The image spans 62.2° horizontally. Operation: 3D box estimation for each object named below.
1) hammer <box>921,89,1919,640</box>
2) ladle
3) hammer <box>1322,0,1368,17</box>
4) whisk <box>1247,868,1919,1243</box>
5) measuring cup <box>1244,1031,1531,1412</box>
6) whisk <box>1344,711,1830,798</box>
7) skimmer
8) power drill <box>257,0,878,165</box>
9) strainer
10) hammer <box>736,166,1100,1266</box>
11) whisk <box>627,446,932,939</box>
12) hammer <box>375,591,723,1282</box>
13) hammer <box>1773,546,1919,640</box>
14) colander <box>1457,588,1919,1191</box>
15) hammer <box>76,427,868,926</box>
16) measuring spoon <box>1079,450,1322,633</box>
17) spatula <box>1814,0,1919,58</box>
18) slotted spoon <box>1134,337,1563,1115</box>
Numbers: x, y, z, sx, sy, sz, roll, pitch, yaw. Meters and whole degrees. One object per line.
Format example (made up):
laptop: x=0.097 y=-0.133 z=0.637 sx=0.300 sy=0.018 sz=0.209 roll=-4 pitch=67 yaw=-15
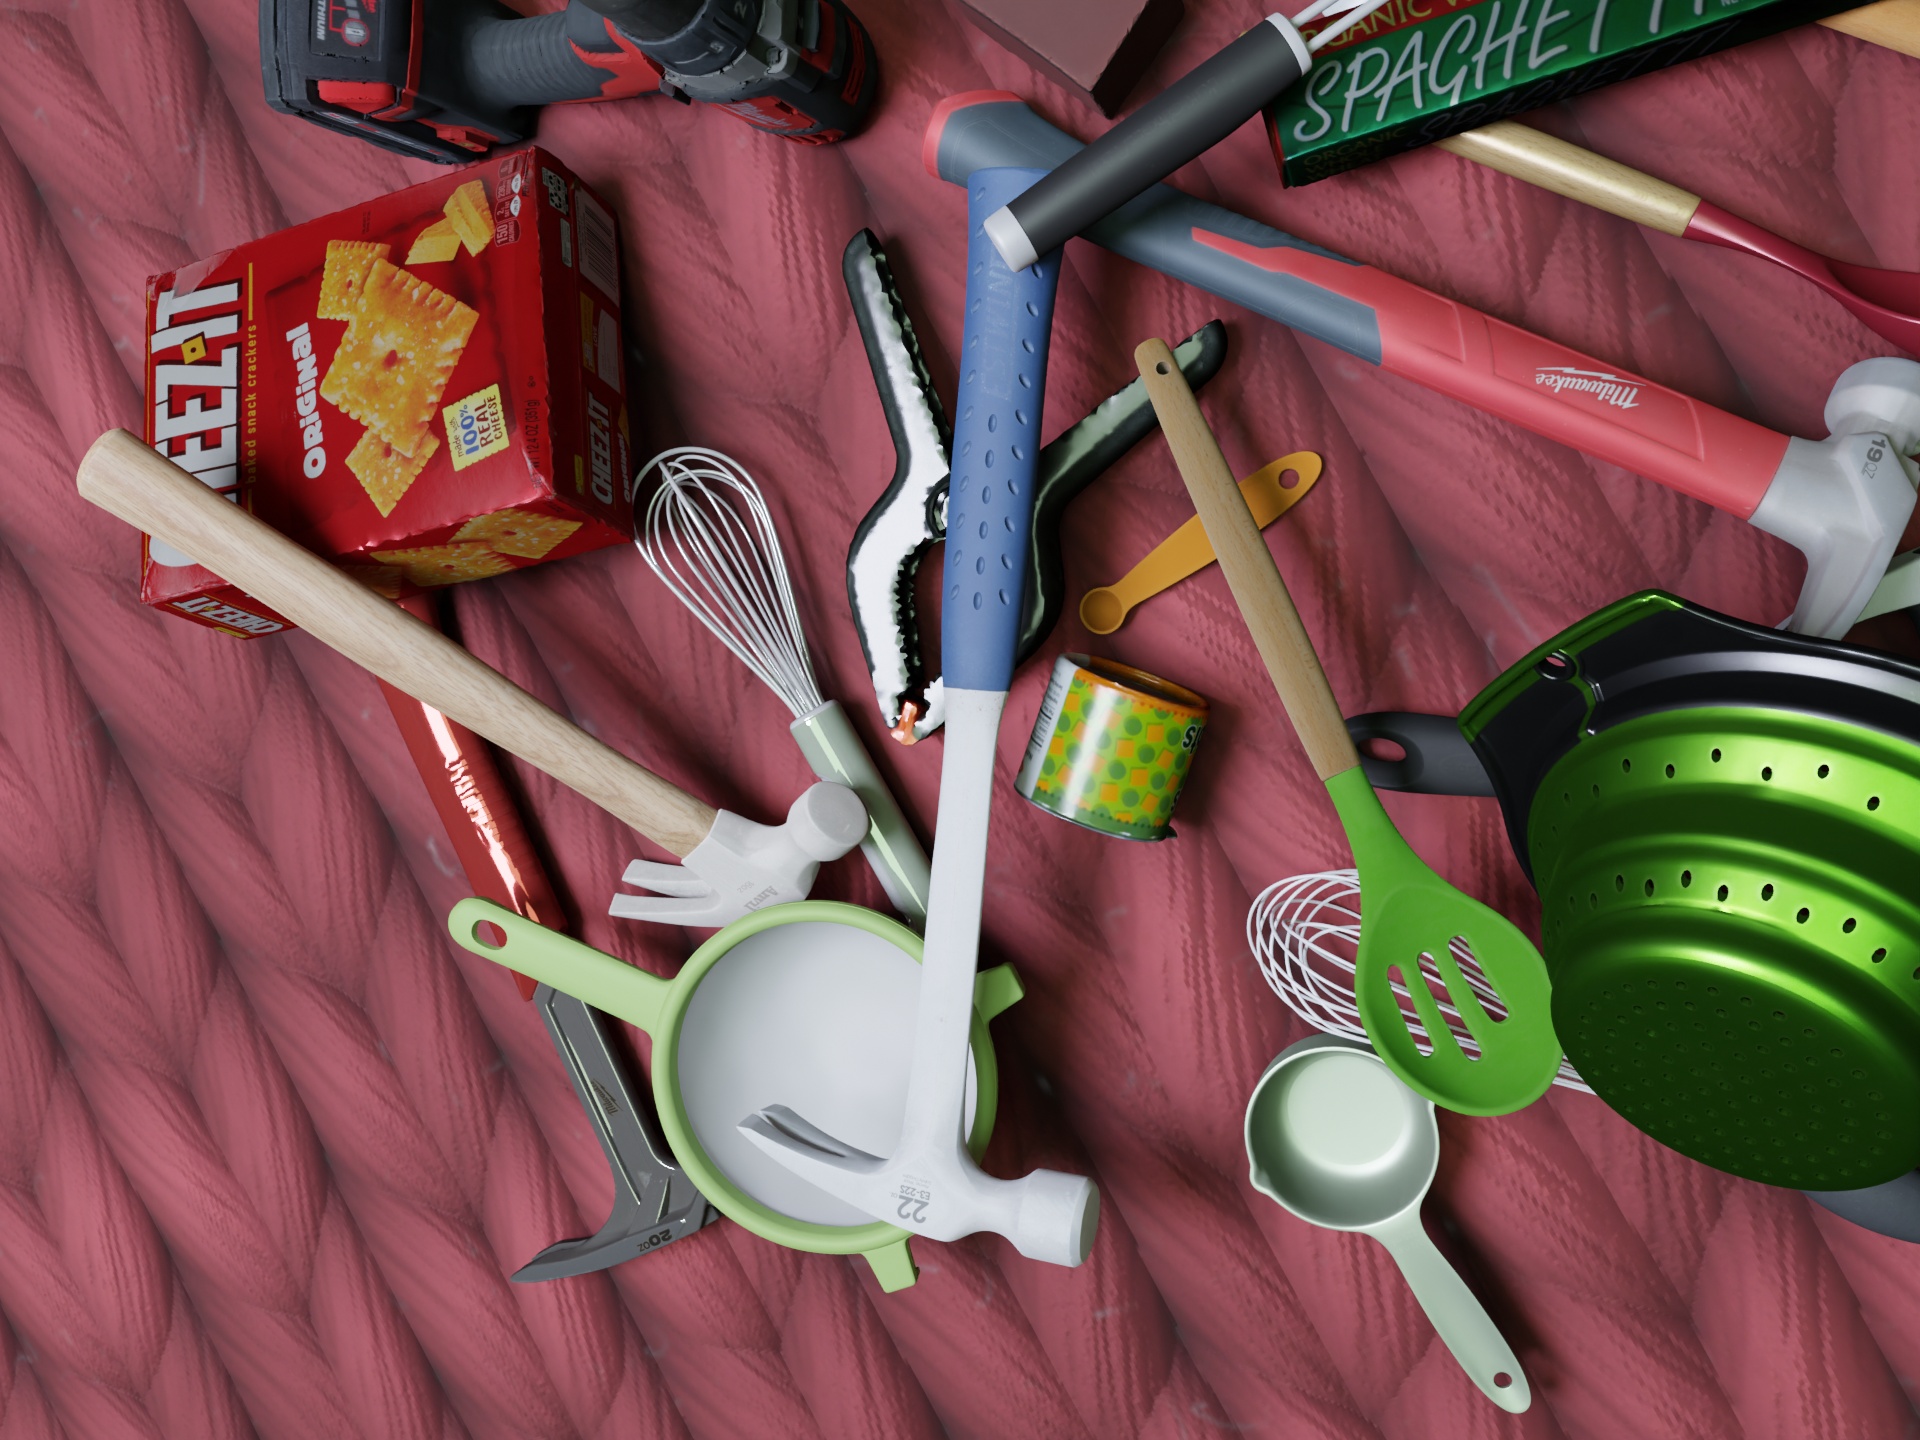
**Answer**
hammer: x=0.147 y=-0.139 z=0.591 sx=0.386 sy=0.038 sz=0.143 roll=28 pitch=71 yaw=16
ladle: x=0.241 y=-0.193 z=0.578 sx=0.315 sy=0.069 sz=0.031 roll=29 pitch=128 yaw=17
hammer: x=0.066 y=-0.403 z=0.603 sx=0.331 sy=0.033 sz=0.128 roll=40 pitch=121 yaw=11
whisk: x=0.245 y=0.130 z=0.611 sx=0.284 sy=0.070 sz=0.070 roll=24 pitch=103 yaw=8
measuring cup: x=0.181 y=0.202 z=0.647 sx=0.083 sy=0.038 sz=0.167 roll=-34 pitch=88 yaw=18
whisk: x=0.269 y=0.023 z=0.559 sx=0.296 sy=0.073 sz=0.073 roll=6 pitch=99 yaw=35
skimmer: x=0.156 y=-0.271 z=0.513 sx=0.363 sy=0.090 sz=0.127 roll=-33 pitch=75 yaw=8
power drill: x=-0.164 y=-0.273 z=0.620 sx=0.227 sy=0.188 sz=0.080 roll=8 pitch=98 yaw=20
strainer: x=-0.101 y=0.129 z=0.702 sx=0.256 sy=0.069 sz=0.151 roll=21 pitch=99 yaw=11
hammer: x=-0.001 y=-0.002 z=0.611 sx=0.144 sy=0.035 sz=0.405 roll=7 pitch=94 yaw=19
whisk: x=-0.069 y=-0.009 z=0.694 sx=0.059 sy=0.058 sz=0.246 roll=-30 pitch=92 yaw=-12
hammer: x=-0.219 y=0.085 z=0.755 sx=0.149 sy=0.036 sz=0.359 roll=-25 pitch=89 yaw=18
hammer: x=0.388 y=0.097 z=0.572 sx=0.146 sy=0.035 sz=0.335 roll=-13 pitch=93 yaw=17
colander: x=0.317 y=0.131 z=0.499 sx=0.397 sy=0.094 sz=0.204 roll=40 pitch=149 yaw=1
hammer: x=-0.205 y=-0.011 z=0.662 sx=0.331 sy=0.031 sz=0.130 roll=34 pitch=135 yaw=-15
measuring spoon: x=0.099 y=-0.073 z=0.655 sx=0.117 sy=0.011 sz=0.021 roll=-35 pitch=85 yaw=14
spatula: x=0.343 y=-0.233 z=0.554 sx=0.323 sy=0.041 sz=0.081 roll=30 pitch=103 yaw=16
slotted spoon: x=0.134 y=-0.005 z=0.593 sx=0.070 sy=0.031 sz=0.314 roll=-22 pitch=80 yaw=-4
